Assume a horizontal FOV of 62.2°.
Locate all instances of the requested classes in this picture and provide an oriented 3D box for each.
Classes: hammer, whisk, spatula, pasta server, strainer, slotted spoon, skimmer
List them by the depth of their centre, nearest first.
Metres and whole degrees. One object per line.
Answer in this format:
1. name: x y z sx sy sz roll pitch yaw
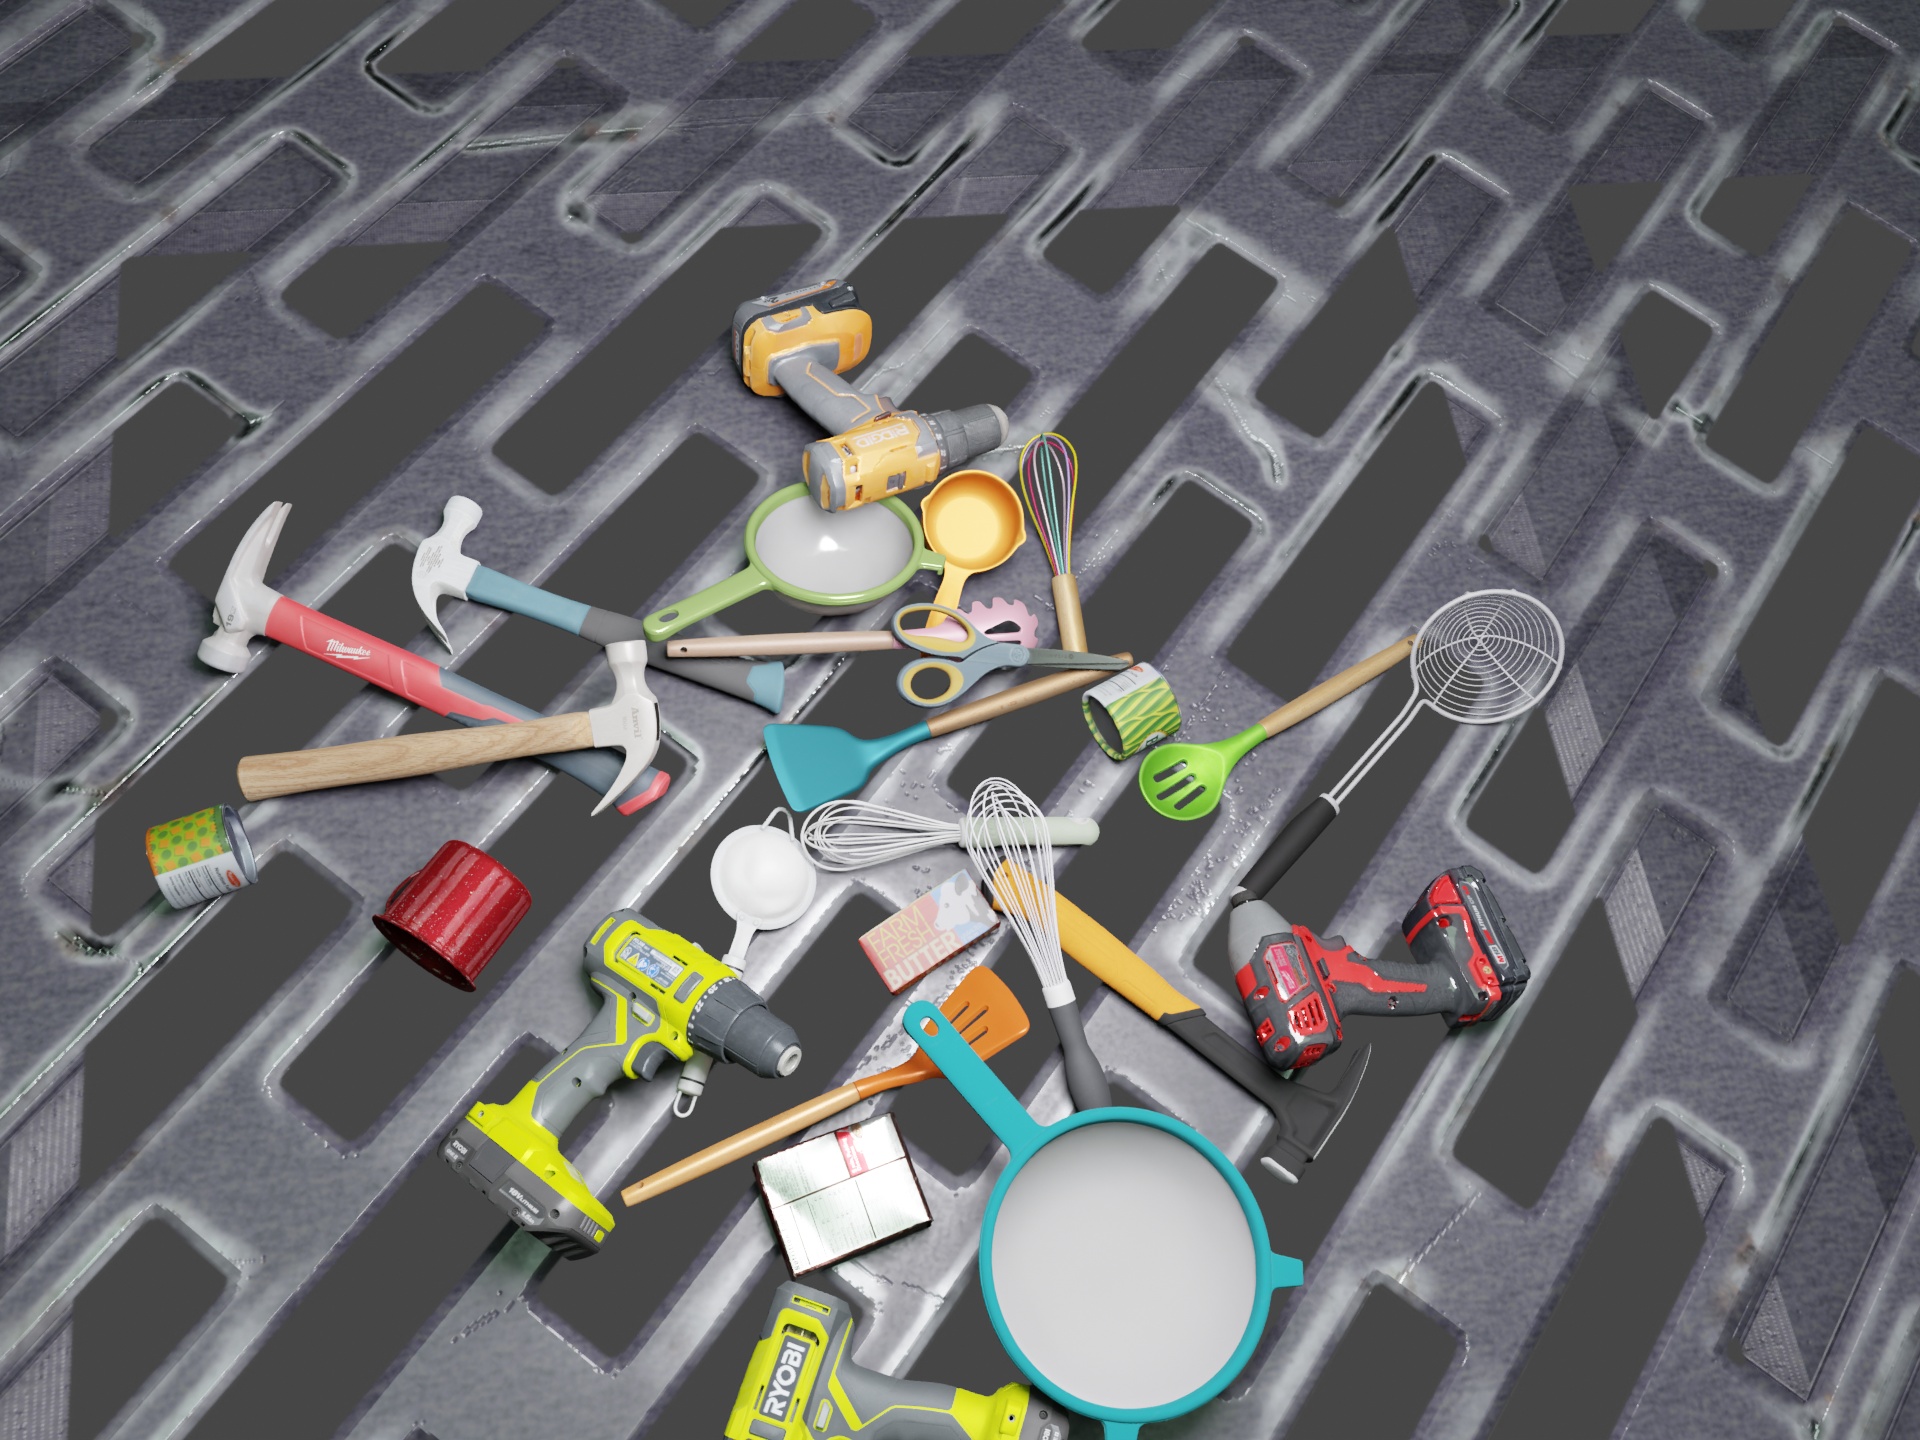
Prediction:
1. strainer: 0.069 0.348 1.165 0.211 0.095 0.340 -37 76 -21
2. spatula: -0.102 0.281 1.190 0.322 0.041 0.081 -22 40 -18
3. whisk: 0.067 0.180 1.230 0.070 0.070 0.284 -18 89 -14
4. strainer: -0.172 0.182 1.236 0.086 0.050 0.259 22 69 -13
5. hammer: -0.398 0.025 1.243 0.331 0.031 0.130 -9 92 2
6. hammer: 0.161 0.214 1.265 0.337 0.034 0.127 37 69 8
7. hammer: -0.408 -0.036 1.274 0.386 0.038 0.143 24 94 0
8. whisk: -0.007 0.092 1.293 0.246 0.058 0.059 0 102 -10
9. spatula: -0.002 -0.004 1.321 0.317 0.044 0.082 -20 67 -8
10. strainer: -0.149 -0.110 1.328 0.256 0.069 0.152 -29 57 -25
11. pasta server: -0.085 -0.067 1.329 0.316 0.040 0.060 -3 100 -10
12. hammer: -0.300 -0.080 1.330 0.331 0.033 0.128 20 66 1
13. skimmer: 0.365 0.031 1.335 0.363 0.090 0.127 -44 110 -18
14. slotted spoon: 0.281 0.000 1.373 0.314 0.031 0.070 -29 74 -19
15. whisk: 0.091 -0.146 1.402 0.047 0.051 0.245 -3 71 -14

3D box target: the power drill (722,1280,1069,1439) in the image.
1. power drill: -0.051 0.508 1.098 0.223 0.080 0.171 18 67 5

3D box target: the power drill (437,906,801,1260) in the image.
1. power drill: -0.242 0.265 1.147 0.191 0.080 0.228 27 66 28

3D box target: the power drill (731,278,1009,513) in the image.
1. power drill: -0.081 -0.288 1.394 0.185 0.084 0.226 -21 59 -22

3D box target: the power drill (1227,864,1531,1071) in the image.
1. power drill: 0.318 0.187 1.252 0.219 0.078 0.143 -7 57 -16

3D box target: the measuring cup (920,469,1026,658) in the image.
1. measuring cup: -0.005 -0.131 1.385 0.095 0.052 0.173 18 89 -6
